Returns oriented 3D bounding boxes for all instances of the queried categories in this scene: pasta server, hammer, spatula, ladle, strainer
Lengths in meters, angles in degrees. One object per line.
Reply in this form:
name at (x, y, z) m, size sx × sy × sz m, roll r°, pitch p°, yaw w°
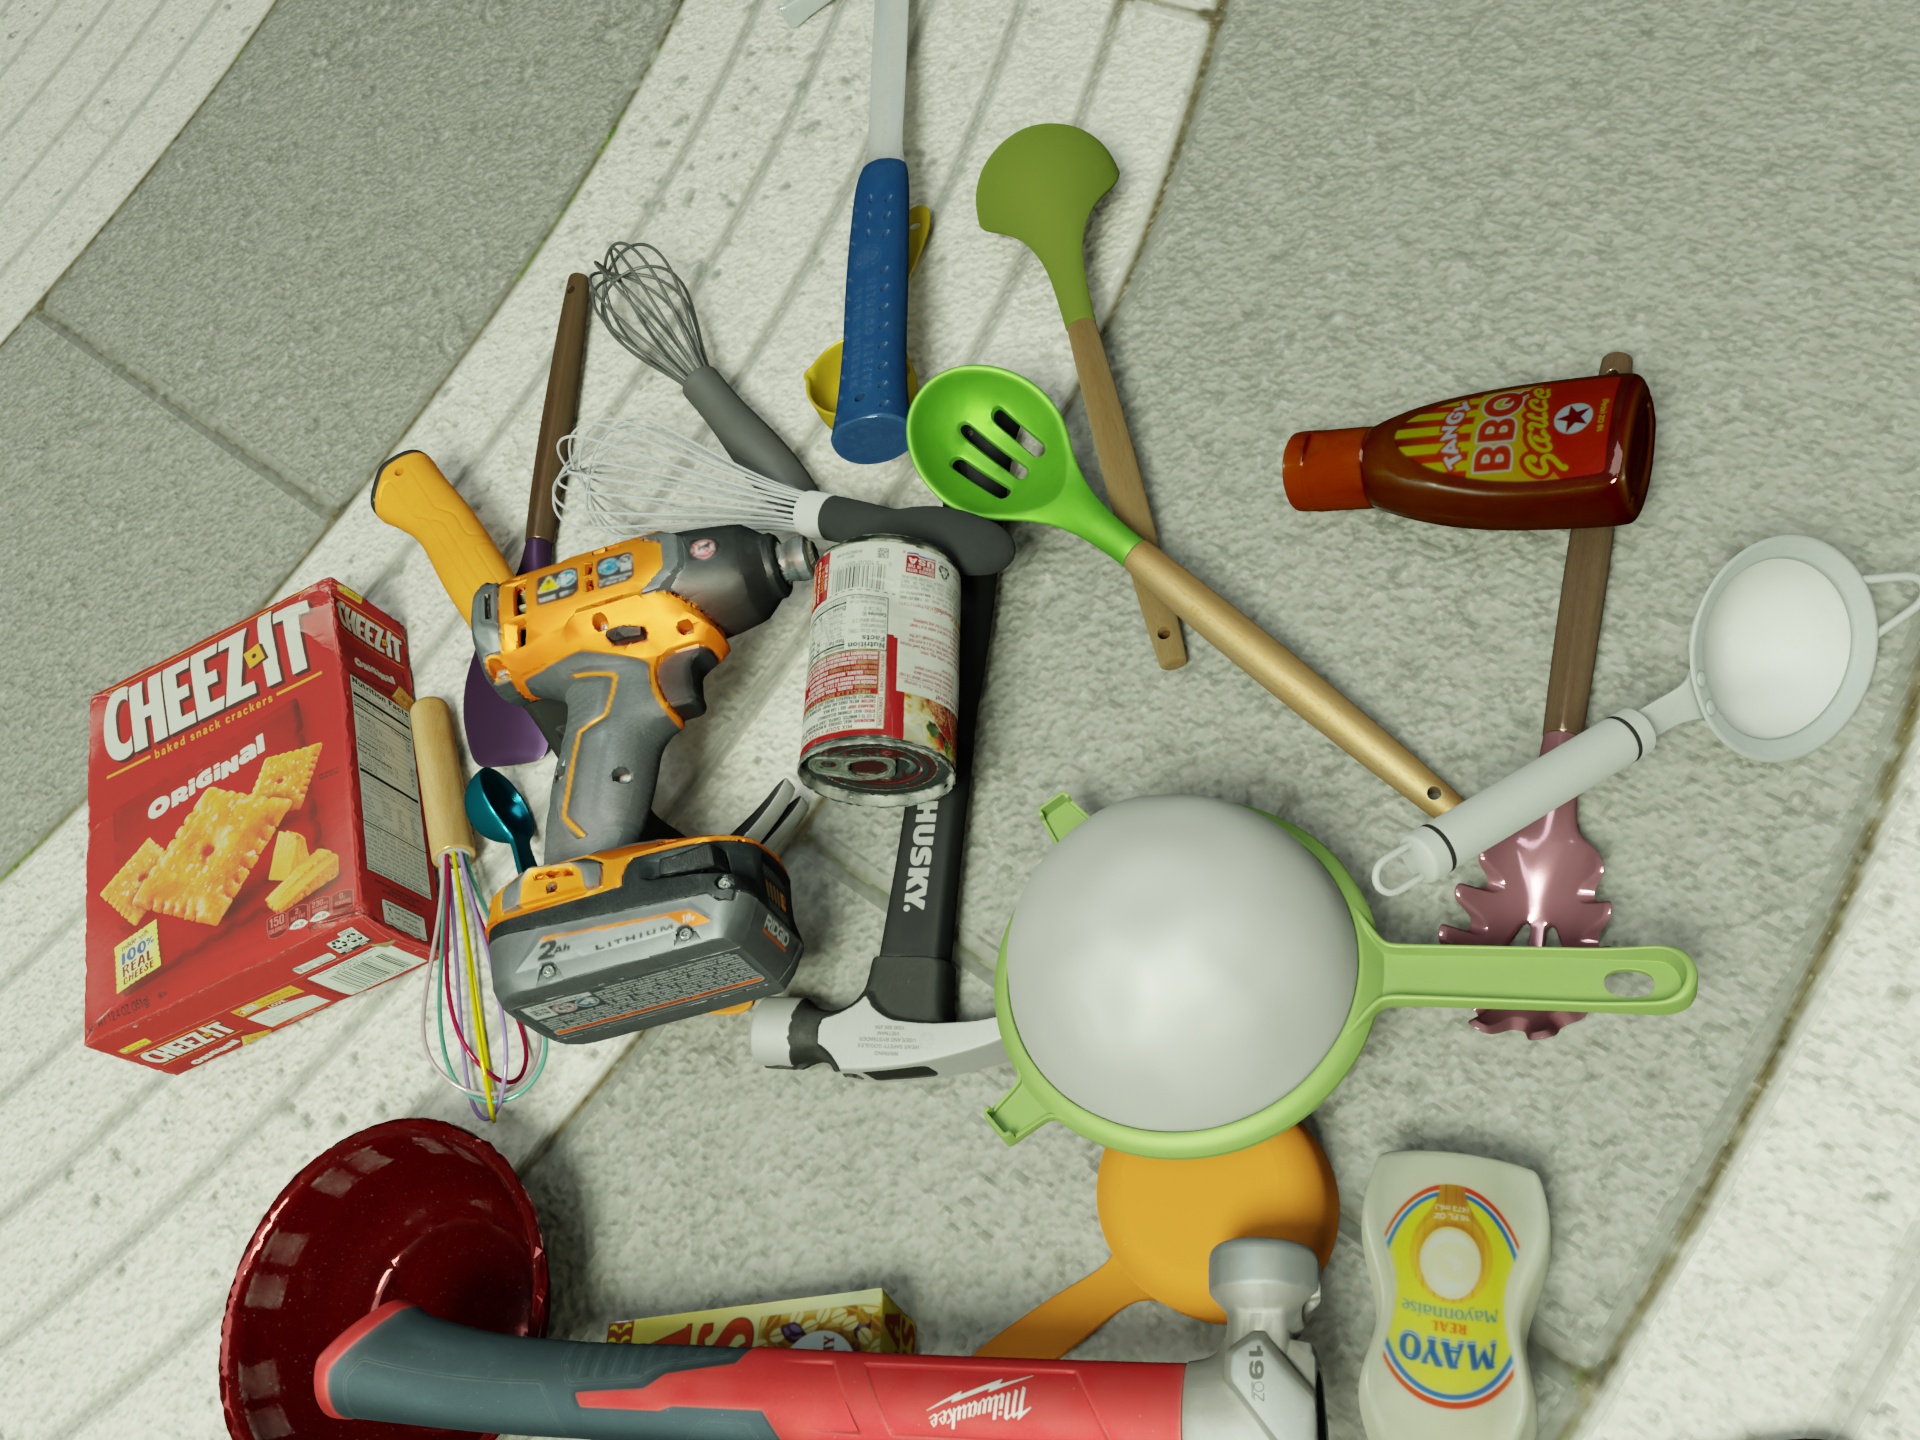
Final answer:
pasta server at (0.246, -0.021, 0.643) m, size 0.060 × 0.040 × 0.316 m, roll 5°, pitch 67°, yaw 28°
hammer at (-0.068, 0.256, 0.561) m, size 0.386 × 0.038 × 0.143 m, roll -6°, pitch 55°, yaw 19°
spatula at (-0.234, -0.121, 0.889) m, size 0.060 × 0.018 × 0.316 m, roll -6°, pitch 65°, yaw 18°
ladle at (0.069, -0.166, 0.787) m, size 0.078 × 0.062 × 0.320 m, roll -17°, pitch 68°, yaw 11°
strainer at (0.126, 0.079, 0.574) m, size 0.256 × 0.069 × 0.152 m, roll -2°, pitch 55°, yaw 22°
strainer at (0.252, 0.001, 0.591) m, size 0.258 × 0.087 × 0.050 m, roll -26°, pitch 13°, yaw -18°
hammer at (-0.047, -0.307, 0.874) m, size 0.144 × 0.035 × 0.406 m, roll -10°, pitch 57°, yaw 17°
hammer at (-0.212, -0.032, 0.813) m, size 0.127 × 0.034 × 0.337 m, roll -38°, pitch 61°, yaw -4°
hammer at (-0.001, -0.002, 0.733) m, size 0.146 × 0.035 × 0.335 m, roll -2°, pitch 65°, yaw 21°

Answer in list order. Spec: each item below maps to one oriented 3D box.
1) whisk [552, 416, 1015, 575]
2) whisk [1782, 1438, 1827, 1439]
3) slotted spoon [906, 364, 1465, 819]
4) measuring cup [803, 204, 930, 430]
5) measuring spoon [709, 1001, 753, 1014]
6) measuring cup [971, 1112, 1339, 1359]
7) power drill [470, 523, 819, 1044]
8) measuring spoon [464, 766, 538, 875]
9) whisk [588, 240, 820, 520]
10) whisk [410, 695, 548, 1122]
whisk at (-0.094, -0.107, 0.784) m, size 0.285 × 0.070 × 0.070 m, roll 14°, pitch 72°, yaw 31°
whisk at (0.152, 0.285, 0.526) m, size 0.296 × 0.073 × 0.073 m, roll -17°, pitch 61°, yaw 6°
slotted spoon at (0.095, -0.057, 0.704) m, size 0.314 × 0.031 × 0.070 m, roll 42°, pitch 92°, yaw 22°
measuring cup at (-0.038, -0.215, 0.857) m, size 0.062 × 0.029 × 0.157 m, roll 3°, pitch 59°, yaw 23°
measuring spoon at (-0.148, 0.122, 0.747) m, size 0.117 × 0.011 × 0.021 m, roll 9°, pitch 60°, yaw 21°
measuring cup at (0.061, 0.204, 0.599) m, size 0.173 × 0.052 × 0.095 m, roll -36°, pitch 59°, yaw 0°
power drill at (-0.131, 0.013, 0.705) m, size 0.164 × 0.084 × 0.227 m, roll -16°, pitch 59°, yaw 8°
measuring spoon at (-0.217, 0.079, 0.771) m, size 0.021 × 0.042 × 0.129 m, roll -32°, pitch 59°, yaw 7°
whisk at (-0.139, -0.186, 0.869) m, size 0.055 × 0.055 × 0.239 m, roll -39°, pitch 63°, yaw 0°
whisk at (-0.246, 0.083, 0.783) m, size 0.051 × 0.047 × 0.245 m, roll -27°, pitch 56°, yaw 7°
